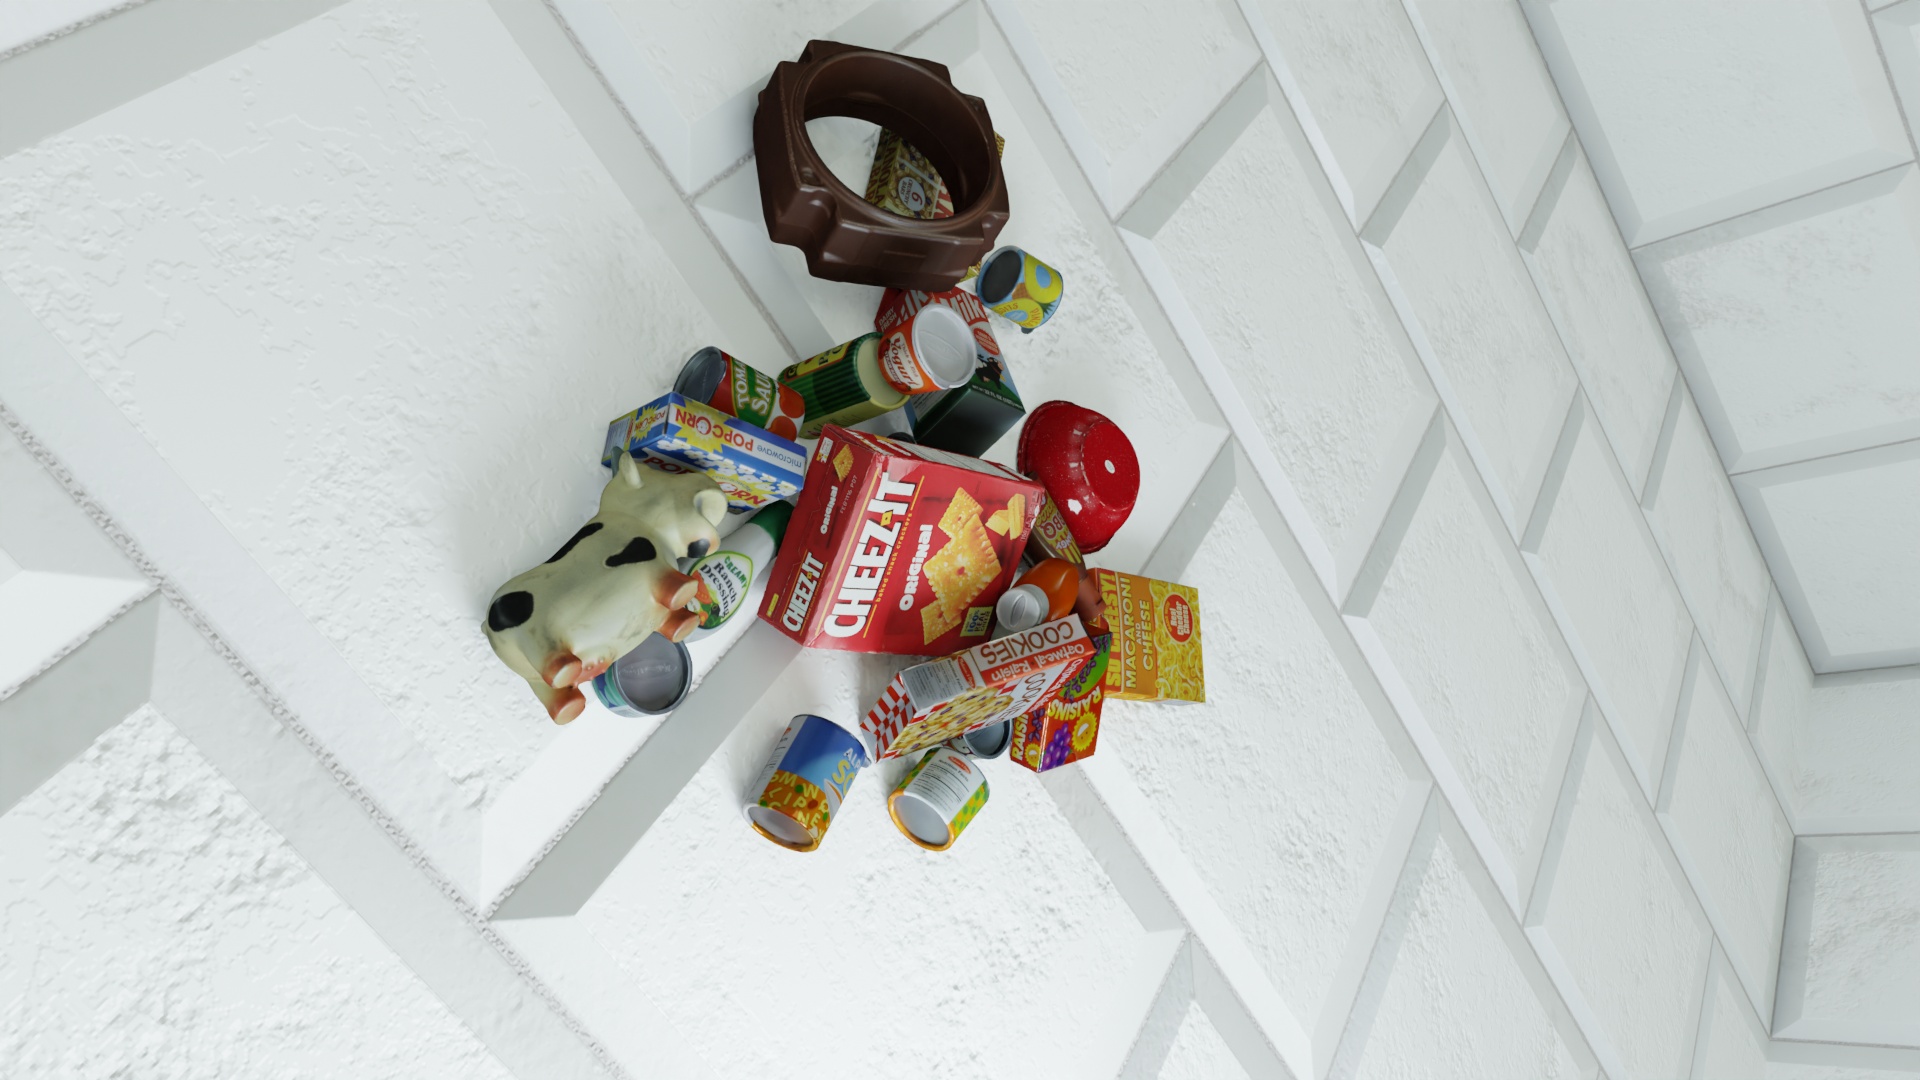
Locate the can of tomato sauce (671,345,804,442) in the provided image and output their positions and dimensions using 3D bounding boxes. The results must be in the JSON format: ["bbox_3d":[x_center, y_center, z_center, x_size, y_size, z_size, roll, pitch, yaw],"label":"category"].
[{"bbox_3d":[-0.172,-0.105,1.082,0.083,0.071,0.071,27,61,-39],"label":"can of tomato sauce"}]

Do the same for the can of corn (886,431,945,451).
[{"bbox_3d":[-0.038,-0.053,1.206,0.058,0.071,0.071,17,68,-42],"label":"can of corn"}]

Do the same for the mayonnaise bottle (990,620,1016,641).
[{"bbox_3d":[0.051,0.091,1.277,0.148,0.041,0.065,8,77,-45],"label":"mayonnaise bottle"}]

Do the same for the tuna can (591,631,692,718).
[{"bbox_3d":[-0.229,0.091,0.997,0.071,0.032,0.071,14,69,-43],"label":"tuna can"}]

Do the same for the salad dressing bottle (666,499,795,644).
[{"bbox_3d":[-0.177,0.020,1.061,0.148,0.044,0.064,-45,120,-42],"label":"salad dressing bottle"}]

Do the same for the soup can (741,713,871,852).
[{"bbox_3d":[-0.116,0.187,1.059,0.071,0.071,0.084,48,51,-26],"label":"soup can"}]

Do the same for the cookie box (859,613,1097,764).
[{"bbox_3d":[0.014,0.122,1.133,0.168,0.122,0.040,-15,68,-27],"label":"cookie box"}]

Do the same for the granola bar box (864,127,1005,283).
[{"bbox_3d":[-0.024,-0.344,1.319,0.124,0.039,0.166,30,59,-36],"label":"granola bar box"}]

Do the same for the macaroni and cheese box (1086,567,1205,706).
[{"bbox_3d":[0.181,0.099,1.405,0.166,0.040,0.124,12,70,-43],"label":"macaroni and cheese box"}]

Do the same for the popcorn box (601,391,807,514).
[{"bbox_3d":[-0.190,-0.063,1.041,0.126,0.085,0.038,22,63,-40],"label":"popcorn box"}]

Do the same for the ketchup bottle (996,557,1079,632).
[{"bbox_3d":[0.066,0.052,1.192,0.149,0.043,0.064,-15,125,-74],"label":"ketchup bottle"}]

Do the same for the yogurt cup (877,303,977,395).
[{"bbox_3d":[-0.029,-0.148,1.099,0.072,0.054,0.072,14,69,-42],"label":"yogurt cup"}]

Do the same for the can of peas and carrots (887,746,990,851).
[{"bbox_3d":[-0.019,0.217,1.155,0.059,0.071,0.071,-45,111,-42],"label":"can of peas and carrots"}]

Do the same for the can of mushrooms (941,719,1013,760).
[{"bbox_3d":[0.011,0.158,1.222,0.071,0.033,0.071,13,71,-42],"label":"can of mushrooms"}]

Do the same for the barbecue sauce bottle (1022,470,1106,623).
[{"bbox_3d":[0.086,0.010,1.318,0.148,0.043,0.065,58,36,-7],"label":"barbecue sauce bottle"}]

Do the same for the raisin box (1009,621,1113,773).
[{"bbox_3d":[0.093,0.143,1.273,0.086,0.040,0.123,-8,110,-47],"label":"raisin box"}]

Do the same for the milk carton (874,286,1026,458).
[{"bbox_3d":[-0.016,-0.169,1.228,0.072,0.073,0.191,18,41,-42],"label":"milk carton"}]

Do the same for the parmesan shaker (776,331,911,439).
[{"bbox_3d":[-0.094,-0.127,1.143,0.071,0.103,0.071,15,69,-43],"label":"parmesan shaker"}]

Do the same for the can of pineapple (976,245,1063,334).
[{"bbox_3d":[0.057,-0.245,1.355,0.058,0.071,0.071,21,65,-40],"label":"can of pineapple"}]
